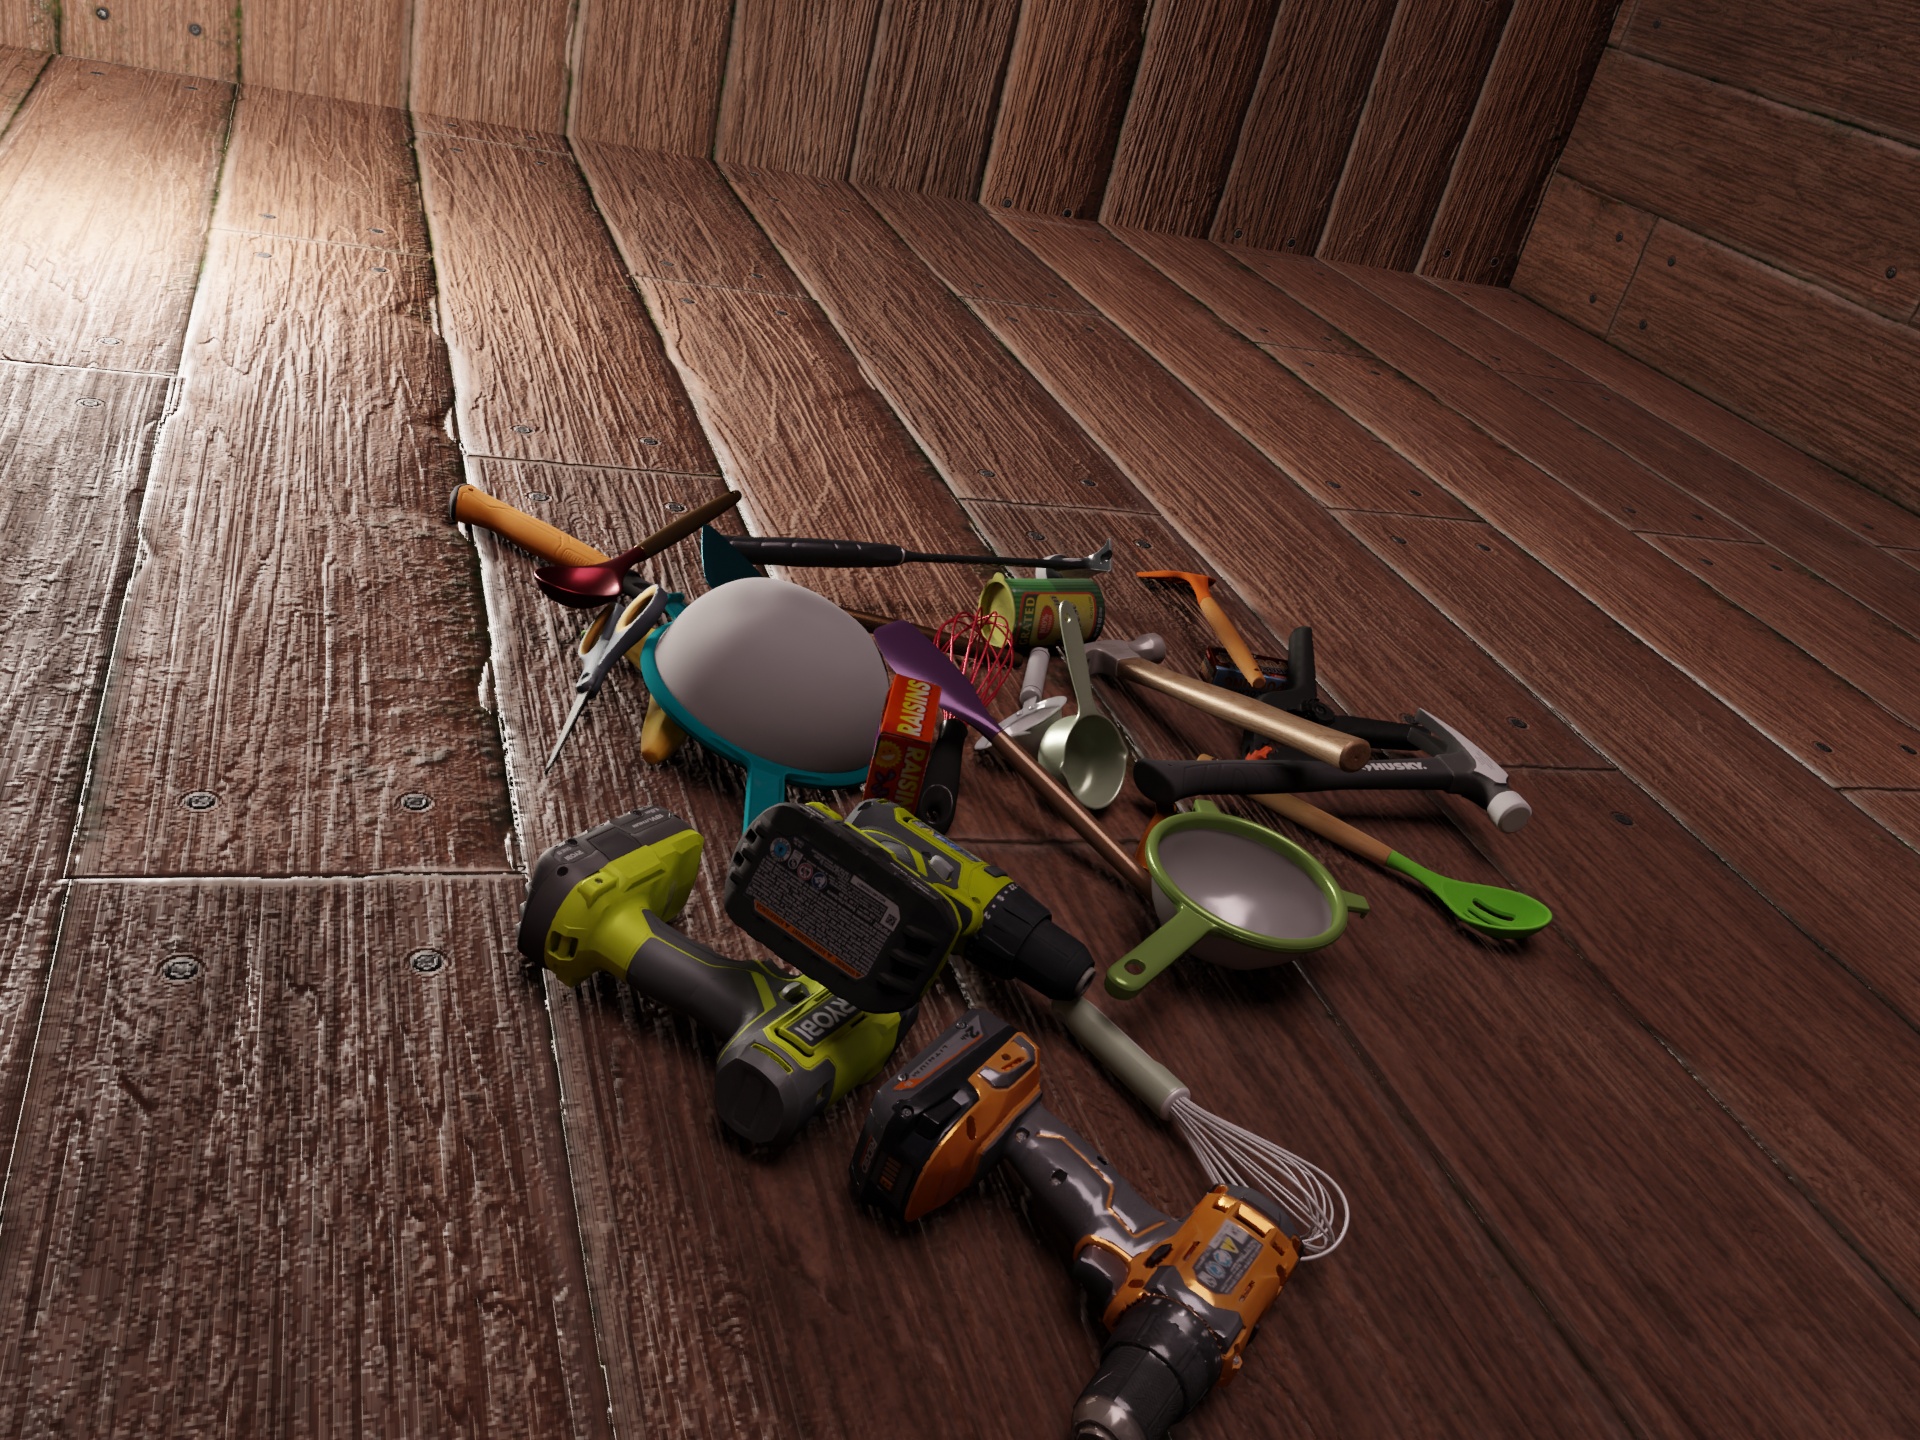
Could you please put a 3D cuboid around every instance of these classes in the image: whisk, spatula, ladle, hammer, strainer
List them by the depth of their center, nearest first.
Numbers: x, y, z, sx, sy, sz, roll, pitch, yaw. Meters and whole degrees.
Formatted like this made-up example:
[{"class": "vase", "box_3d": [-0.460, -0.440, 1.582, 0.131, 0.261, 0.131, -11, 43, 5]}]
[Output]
[{"class": "whisk", "box_3d": [0.136, 0.237, 0.965, 0.059, 0.057, 0.247, -35, 45, -17]}, {"class": "strainer", "box_3d": [0.165, 0.150, 1.101, 0.152, 0.069, 0.256, 33, 34, 24]}, {"class": "strainer", "box_3d": [-0.128, -0.015, 1.180, 0.211, 0.095, 0.341, 22, 26, -17]}, {"class": "spatula", "box_3d": [0.045, 0.031, 1.224, 0.316, 0.018, 0.060, 45, 39, 17]}, {"class": "whisk", "box_3d": [-0.002, -0.004, 1.296, 0.073, 0.073, 0.296, 15, 38, -1]}, {"class": "hammer", "box_3d": [0.302, 0.043, 1.337, 0.334, 0.035, 0.146, 0, 33, -19]}, {"class": "strainer", "box_3d": [0.062, -0.016, 1.373, 0.087, 0.050, 0.259, -26, 17, 17]}, {"class": "hammer", "box_3d": [0.217, -0.017, 1.377, 0.130, 0.031, 0.332, -10, 22, -32]}, {"class": "spatula", "box_3d": [-0.082, -0.094, 1.397, 0.317, 0.044, 0.082, 13, 40, -23]}, {"class": "ladle", "box_3d": [-0.272, -0.157, 1.407, 0.069, 0.031, 0.315, 23, 30, 12]}, {"class": "hammer", "box_3d": [-0.318, -0.138, 1.416, 0.337, 0.034, 0.127, 26, 32, 20]}, {"class": "hammer", "box_3d": [-0.044, -0.152, 1.483, 0.408, 0.036, 0.149, 0, -2, -26]}, {"class": "spatula", "box_3d": [0.248, -0.098, 1.571, 0.081, 0.041, 0.323, 9, 25, -11]}]

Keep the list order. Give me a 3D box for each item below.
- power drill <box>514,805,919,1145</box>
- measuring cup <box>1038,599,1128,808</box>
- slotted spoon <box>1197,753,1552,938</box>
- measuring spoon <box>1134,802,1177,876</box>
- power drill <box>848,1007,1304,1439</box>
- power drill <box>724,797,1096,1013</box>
[{"class": "power drill", "box_3d": [-0.141, 0.147, 0.964, 0.223, 0.080, 0.171, 30, 28, 20]}, {"class": "measuring cup", "box_3d": [0.087, -0.011, 1.267, 0.083, 0.167, 0.038, -13, 4, -44]}, {"class": "slotted spoon", "box_3d": [0.330, 0.101, 1.308, 0.314, 0.031, 0.070, 29, 32, 27]}, {"class": "measuring spoon", "box_3d": [0.152, 0.096, 1.253, 0.021, 0.011, 0.117, 20, 33, 8]}, {"class": "power drill", "box_3d": [0.049, 0.270, 0.836, 0.226, 0.084, 0.185, 32, 35, 20]}, {"class": "power drill", "box_3d": [-0.024, 0.116, 0.970, 0.191, 0.080, 0.228, 32, 7, 20]}]
